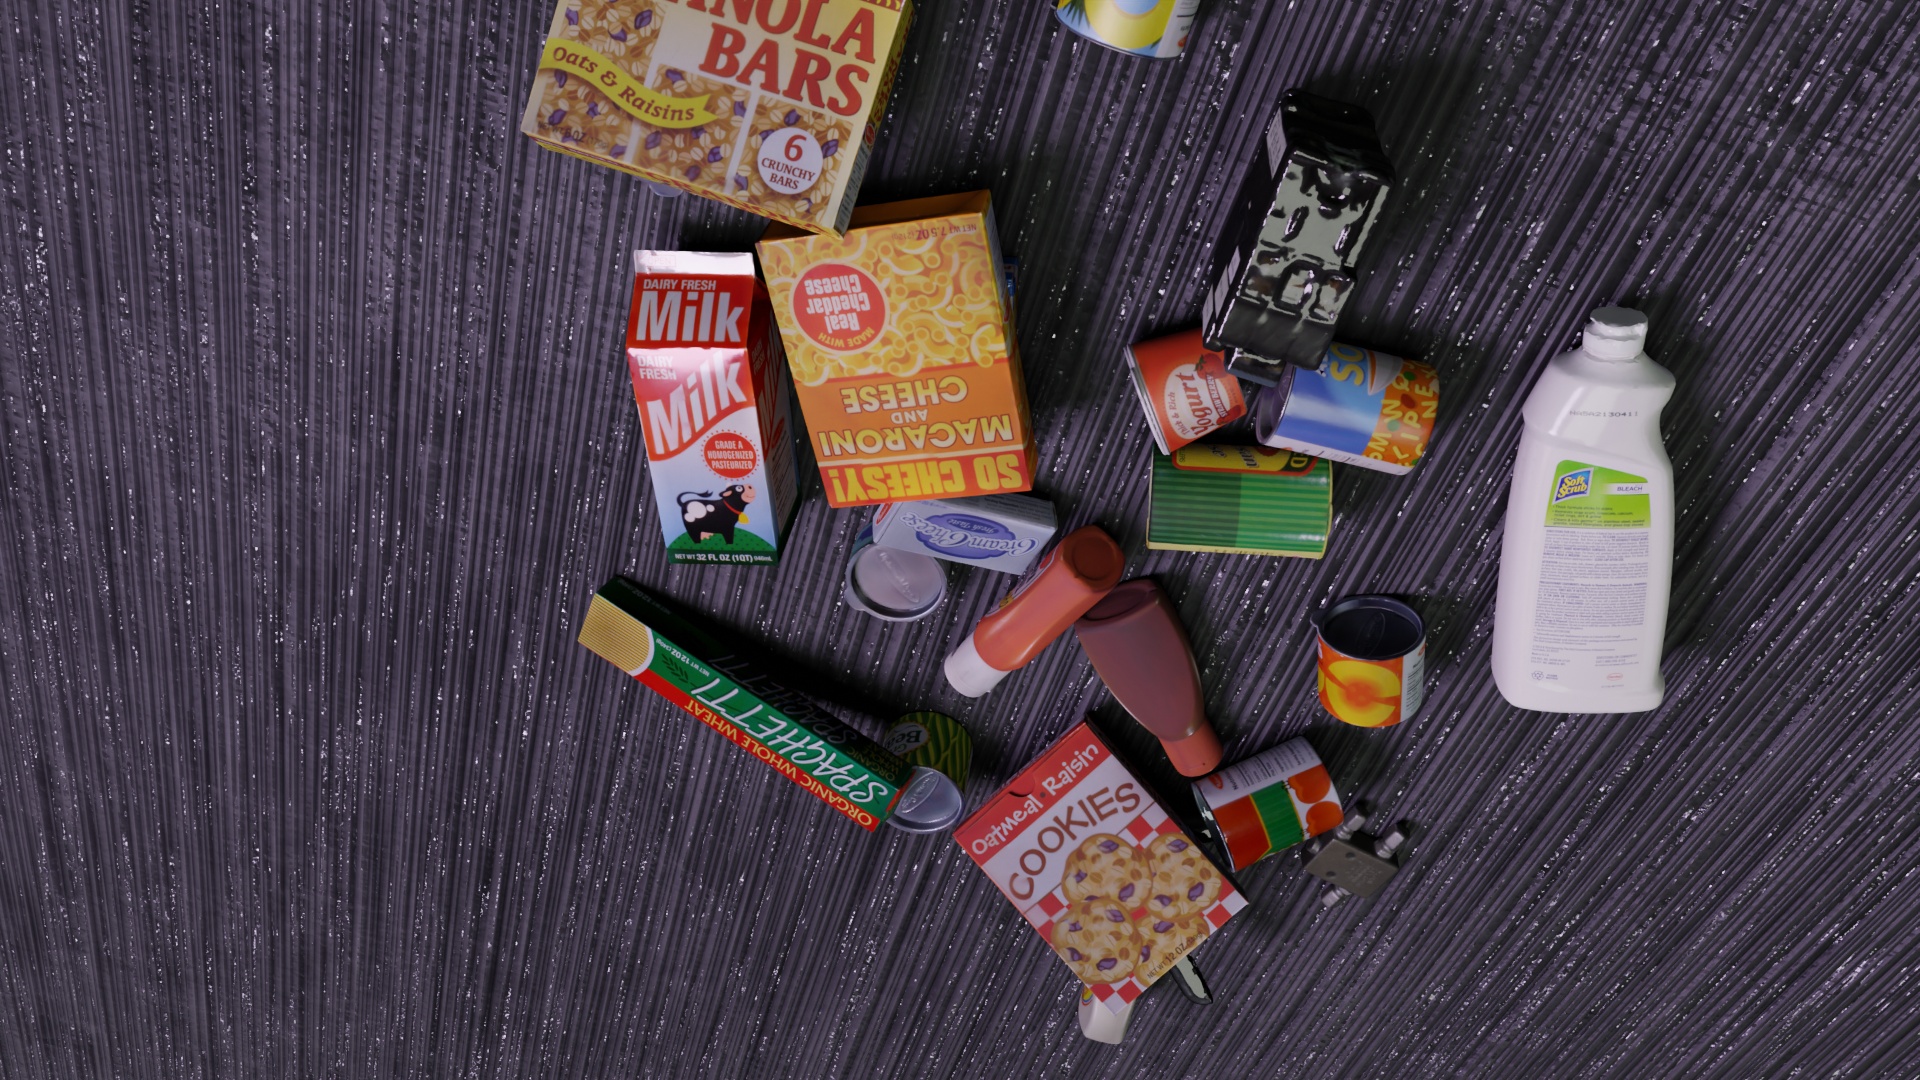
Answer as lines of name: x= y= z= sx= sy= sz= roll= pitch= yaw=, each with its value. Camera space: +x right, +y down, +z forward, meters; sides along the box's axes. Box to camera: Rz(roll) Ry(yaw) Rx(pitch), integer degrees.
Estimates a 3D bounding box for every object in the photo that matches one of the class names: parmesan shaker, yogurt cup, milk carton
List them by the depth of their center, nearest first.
yogurt cup: x=0.130 y=-0.089 z=0.793 sx=0.054 sy=0.073 sz=0.072 roll=-20 pitch=120 yaw=11
parmesan shaker: x=0.164 y=-0.024 z=0.827 sx=0.103 sy=0.072 sz=0.071 roll=3 pitch=125 yaw=6
milk carton: x=-0.146 y=-0.083 z=0.827 sx=0.072 sy=0.074 sz=0.189 roll=2 pitch=124 yaw=7

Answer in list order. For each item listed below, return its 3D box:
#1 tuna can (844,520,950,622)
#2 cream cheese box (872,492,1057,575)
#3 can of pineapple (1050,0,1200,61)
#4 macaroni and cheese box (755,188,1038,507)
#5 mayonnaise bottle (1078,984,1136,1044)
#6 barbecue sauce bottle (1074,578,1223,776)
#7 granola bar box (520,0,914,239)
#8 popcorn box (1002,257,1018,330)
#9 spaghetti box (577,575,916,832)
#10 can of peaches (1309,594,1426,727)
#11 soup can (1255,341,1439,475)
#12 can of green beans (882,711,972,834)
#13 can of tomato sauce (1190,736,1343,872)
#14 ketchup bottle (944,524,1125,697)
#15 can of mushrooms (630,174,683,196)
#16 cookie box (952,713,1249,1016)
tuna can: x=-0.042 y=0.019 z=0.907 sx=0.071 sy=0.033 sz=0.070 roll=4 pitch=124 yaw=5
cream cheese box: x=0.003 y=-0.011 z=0.864 sx=0.104 sy=0.024 sz=0.053 roll=13 pitch=140 yaw=-20
can of pineapple: x=0.084 y=-0.273 z=0.671 sx=0.071 sy=0.071 sz=0.057 roll=17 pitch=124 yaw=-4
macaroni and cheese box: x=-0.030 y=-0.102 z=0.770 sx=0.124 sy=0.040 sz=0.165 roll=-5 pitch=123 yaw=13
mayonnaise bottle: x=0.125 y=0.312 z=1.068 sx=0.041 sy=0.065 sz=0.147 roll=12 pitch=115 yaw=2
barbecue sauce bottle: x=0.133 y=0.096 z=0.930 sx=0.065 sy=0.044 sz=0.148 roll=-21 pitch=119 yaw=17
granola bar box: x=-0.120 y=-0.235 z=0.697 sx=0.166 sy=0.039 sz=0.124 roll=18 pitch=94 yaw=4
popcorn box: x=-0.010 y=-0.104 z=0.816 sx=0.085 sy=0.038 sz=0.126 roll=4 pitch=125 yaw=6
spaghetti box: x=-0.147 y=0.111 z=0.948 sx=0.250 sy=0.029 sz=0.050 roll=32 pitch=124 yaw=5
can of peaches: x=0.260 y=0.076 z=0.887 sx=0.071 sy=0.071 sz=0.057 roll=-4 pitch=124 yaw=10
soup can: x=0.219 y=-0.080 z=0.786 sx=0.084 sy=0.072 sz=0.071 roll=13 pitch=125 yaw=-2
can of green beans: x=-0.026 y=0.165 z=0.989 sx=0.071 sy=0.058 sz=0.071 roll=4 pitch=125 yaw=5
can of tomato sauce: x=0.210 y=0.181 z=0.950 sx=0.083 sy=0.071 sz=0.071 roll=-23 pitch=120 yaw=-1
ketchup bottle: x=0.044 y=0.051 z=0.903 sx=0.043 sy=0.065 sz=0.148 roll=46 pitch=129 yaw=3
can of mushrooms: x=-0.159 y=-0.226 z=0.755 sx=0.071 sy=0.034 sz=0.070 roll=3 pitch=124 yaw=5
cookie box: x=0.096 y=0.223 z=0.962 sx=0.123 sy=0.040 sz=0.167 roll=-42 pitch=90 yaw=5
